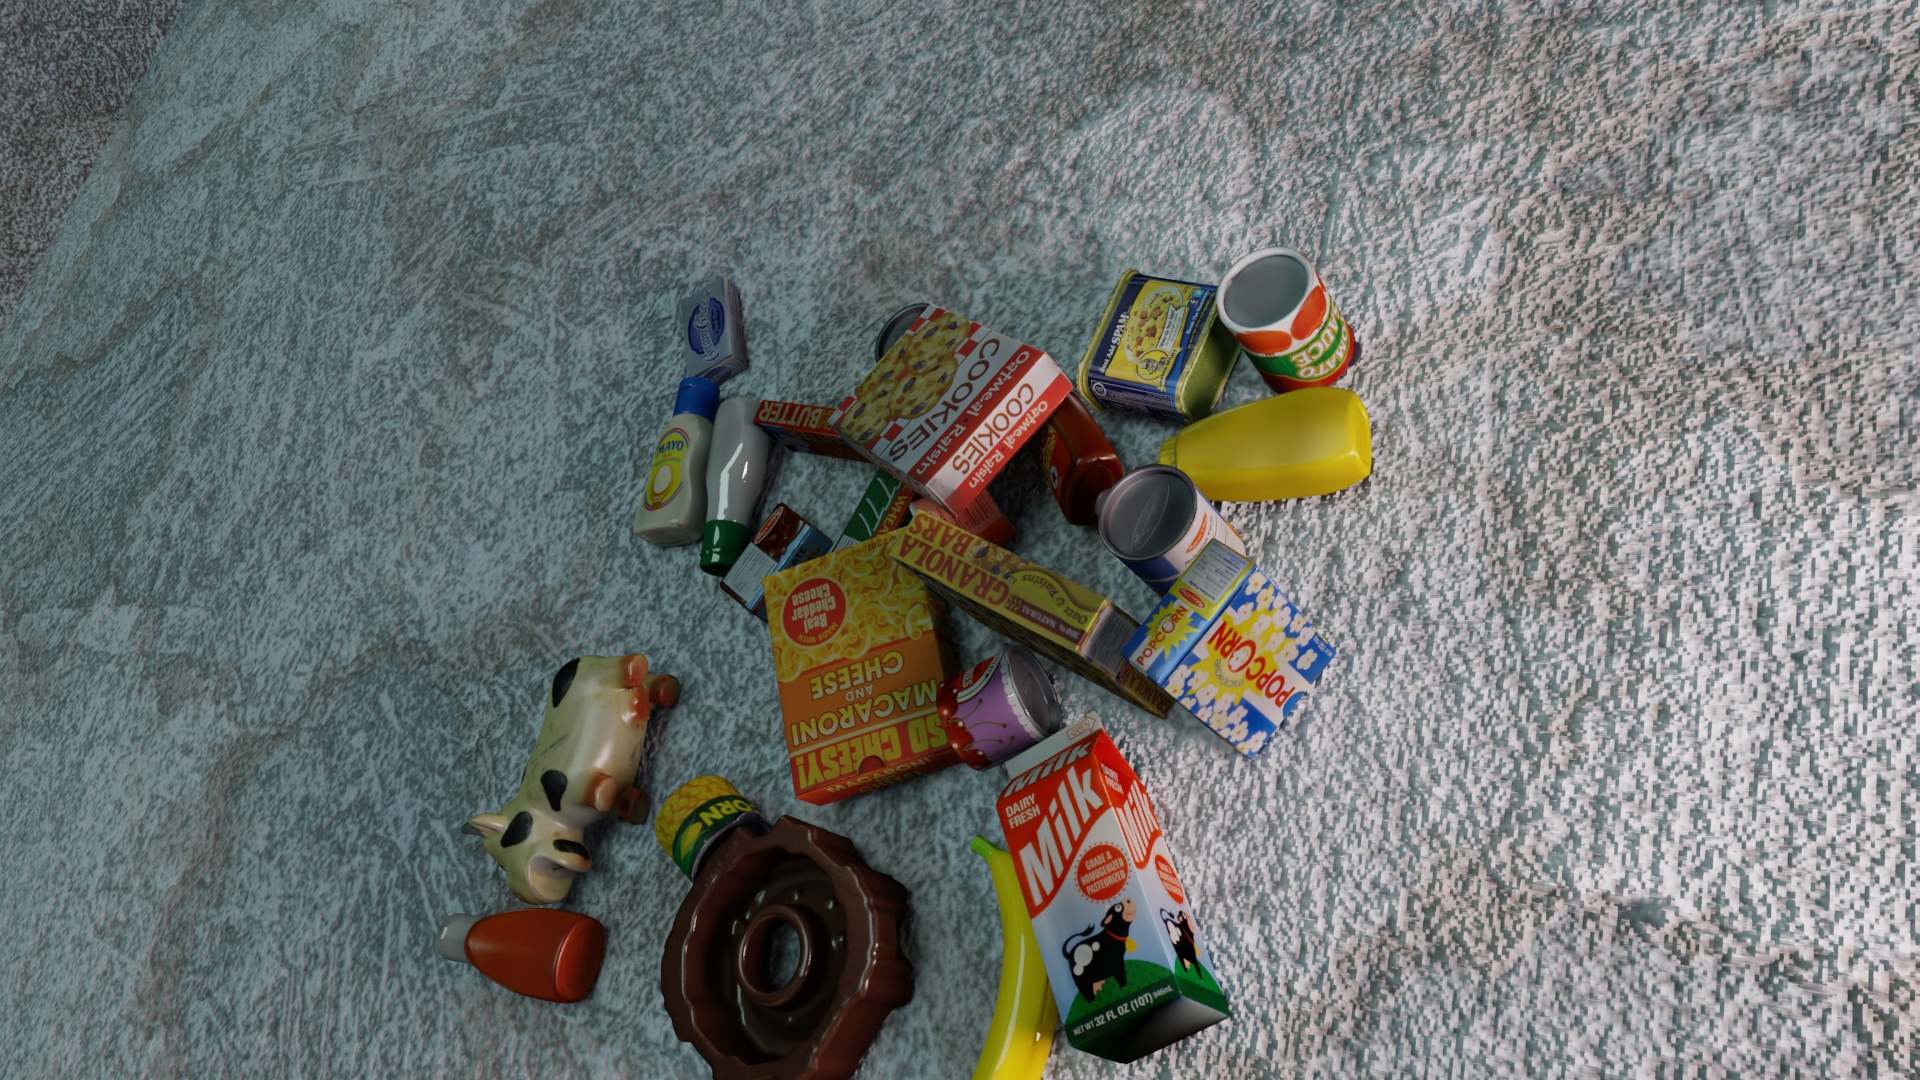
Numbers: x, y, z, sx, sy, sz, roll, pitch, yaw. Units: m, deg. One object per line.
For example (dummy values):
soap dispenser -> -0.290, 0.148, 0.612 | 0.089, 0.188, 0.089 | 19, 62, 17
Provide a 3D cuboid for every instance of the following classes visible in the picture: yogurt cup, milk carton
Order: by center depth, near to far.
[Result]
milk carton -> 0.080, 0.195, 0.811 | 0.072, 0.073, 0.191 | -32, 51, 16
yogurt cup -> 0.004, -0.012, 0.987 | 0.054, 0.072, 0.072 | -35, 50, 4

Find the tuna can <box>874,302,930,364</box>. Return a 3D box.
tuna can -> -0.034, -0.151, 1.109 | 0.071, 0.032, 0.071 | -16, 57, 27

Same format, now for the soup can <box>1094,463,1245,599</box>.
soup can -> 0.133, -0.001, 0.878 | 0.071, 0.083, 0.071 | -16, 57, 27

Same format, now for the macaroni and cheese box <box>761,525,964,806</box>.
macaroni and cheese box -> -0.067, 0.087, 0.969 | 0.123, 0.040, 0.167 | -20, 64, 15

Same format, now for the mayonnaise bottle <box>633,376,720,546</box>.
mayonnaise bottle -> -0.238, -0.069, 1.197 | 0.064, 0.041, 0.148 | -10, 61, 32

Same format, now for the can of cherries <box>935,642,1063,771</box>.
can of cherries -> 0.024, 0.107, 0.901 | 0.058, 0.071, 0.072 | -28, 53, 21

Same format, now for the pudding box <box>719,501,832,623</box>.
pudding box -> -0.145, 0.018, 1.092 | 0.050, 0.030, 0.084 | 33, 86, 42

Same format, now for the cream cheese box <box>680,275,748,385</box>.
cream cheese box -> -0.225, -0.189, 1.265 | 0.053, 0.024, 0.104 | -27, 53, 20

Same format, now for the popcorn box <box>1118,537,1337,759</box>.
popcorn box -> 0.156, 0.064, 0.798 | 0.085, 0.126, 0.038 | -52, 46, -1

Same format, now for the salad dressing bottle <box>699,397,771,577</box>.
salad dressing bottle -> -0.187, -0.044, 1.145 | 0.064, 0.044, 0.148 | -23, 55, 49

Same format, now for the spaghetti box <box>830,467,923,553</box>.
spaghetti box -> -0.053, -0.017, 1.049 | 0.050, 0.028, 0.250 | 22, 79, 40

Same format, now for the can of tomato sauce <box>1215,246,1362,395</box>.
can of tomato sauce -> 0.213, -0.141, 0.901 | 0.071, 0.083, 0.071 | -16, 57, 27

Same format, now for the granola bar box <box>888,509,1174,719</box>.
granola bar box -> 0.050, 0.046, 0.881 | 0.166, 0.124, 0.039 | 26, 81, 40

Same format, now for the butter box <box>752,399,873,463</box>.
butter box -> -0.112, -0.087, 1.113 | 0.103, 0.053, 0.024 | 11, 74, 38

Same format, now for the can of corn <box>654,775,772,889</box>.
can of corn -> -0.173, 0.206, 0.982 | 0.058, 0.071, 0.071 | 34, 87, 42

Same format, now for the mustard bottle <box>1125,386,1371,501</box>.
mustard bottle -> 0.182, -0.056, 0.898 | 0.160, 0.048, 0.065 | -8, 61, 32

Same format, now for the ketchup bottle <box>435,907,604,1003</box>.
ketchup bottle -> -0.338, 0.309, 1.053 | 0.148, 0.043, 0.065 | -3, 63, 34

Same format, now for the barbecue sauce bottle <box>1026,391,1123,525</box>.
barbecue sauce bottle -> 0.068, -0.078, 0.983 | 0.044, 0.064, 0.149 | -10, 42, -14

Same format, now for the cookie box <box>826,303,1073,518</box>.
cookie box -> -0.011, -0.097, 0.995 | 0.123, 0.040, 0.168 | -49, 35, -5
